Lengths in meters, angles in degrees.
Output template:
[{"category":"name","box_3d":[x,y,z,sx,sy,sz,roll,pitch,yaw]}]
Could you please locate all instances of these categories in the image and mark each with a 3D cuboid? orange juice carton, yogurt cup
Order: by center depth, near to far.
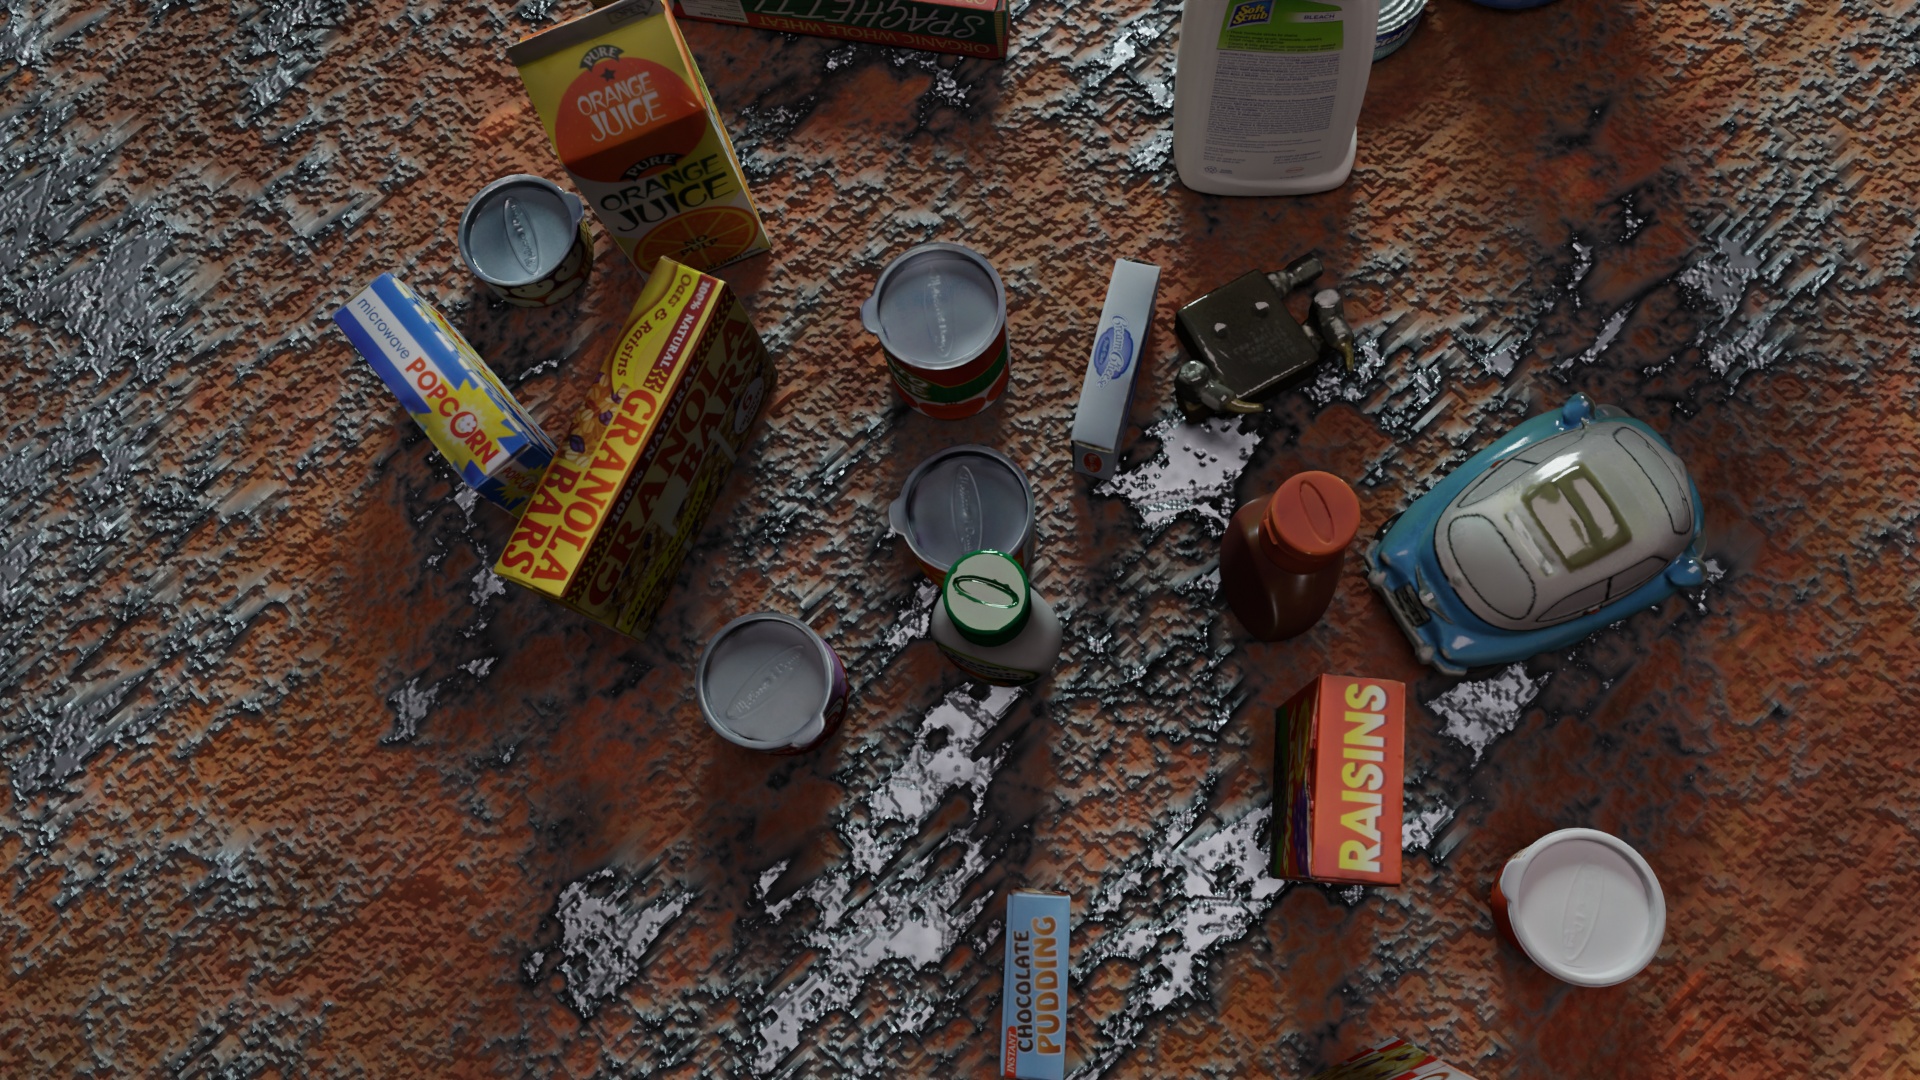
[{"category":"yogurt cup","box_3d":[0.279,0.168,0.638,0.072,0.054,0.072,-1,76,4]},{"category":"orange juice carton","box_3d":[-0.157,-0.203,0.689,0.072,0.192,0.073,-21,76,-1]}]

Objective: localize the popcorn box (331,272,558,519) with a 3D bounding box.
[{"category":"popcorn box","box_3d":[-0.257,-0.071,0.719,0.038,0.085,0.127,-41,77,-6]}]

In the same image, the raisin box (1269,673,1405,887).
[{"category":"raisin box","box_3d":[0.167,0.110,0.625,0.040,0.123,0.086,5,77,5]}]

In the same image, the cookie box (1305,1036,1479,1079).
[{"category":"cookie box","box_3d":[0.151,0.255,0.567,0.123,0.167,0.040,-25,76,-2]}]

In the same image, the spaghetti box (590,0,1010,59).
[{"category":"spaghetti box","box_3d":[-0.094,-0.311,0.785,0.250,0.050,0.029,10,78,6]}]

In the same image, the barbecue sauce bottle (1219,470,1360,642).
[{"category":"barbecue sauce bottle","box_3d":[0.150,0.005,0.639,0.044,0.148,0.065,-18,76,0]}]

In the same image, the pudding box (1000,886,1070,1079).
[{"category":"pudding box","box_3d":[0.035,0.206,0.648,0.030,0.049,0.084,2,77,5]}]

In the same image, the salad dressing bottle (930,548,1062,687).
[{"category":"salad dressing bottle","box_3d":[0.015,0.037,0.641,0.064,0.147,0.044,18,79,8]}]

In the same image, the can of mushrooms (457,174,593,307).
[{"category":"can of mushrooms","box_3d":[-0.237,-0.165,0.768,0.071,0.033,0.071,-1,76,4]}]

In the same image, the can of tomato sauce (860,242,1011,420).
[{"category":"can of tomato sauce","box_3d":[-0.010,-0.104,0.711,0.071,0.083,0.071,-1,77,4]}]

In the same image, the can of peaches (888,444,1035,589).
[{"category":"can of peaches","box_3d":[0.002,-0.009,0.699,0.071,0.058,0.071,-1,76,4]}]

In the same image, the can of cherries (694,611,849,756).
[{"category":"can of cherries","box_3d":[-0.090,0.075,0.685,0.071,0.058,0.071,-1,76,4]}]

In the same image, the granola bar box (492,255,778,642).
[{"category":"granola bar box","box_3d":[-0.152,-0.039,0.684,0.039,0.124,0.166,23,79,9]}]

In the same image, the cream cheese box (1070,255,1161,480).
[{"category":"cream cheese box","box_3d":[0.079,-0.088,0.716,0.024,0.053,0.104,14,78,7]}]
